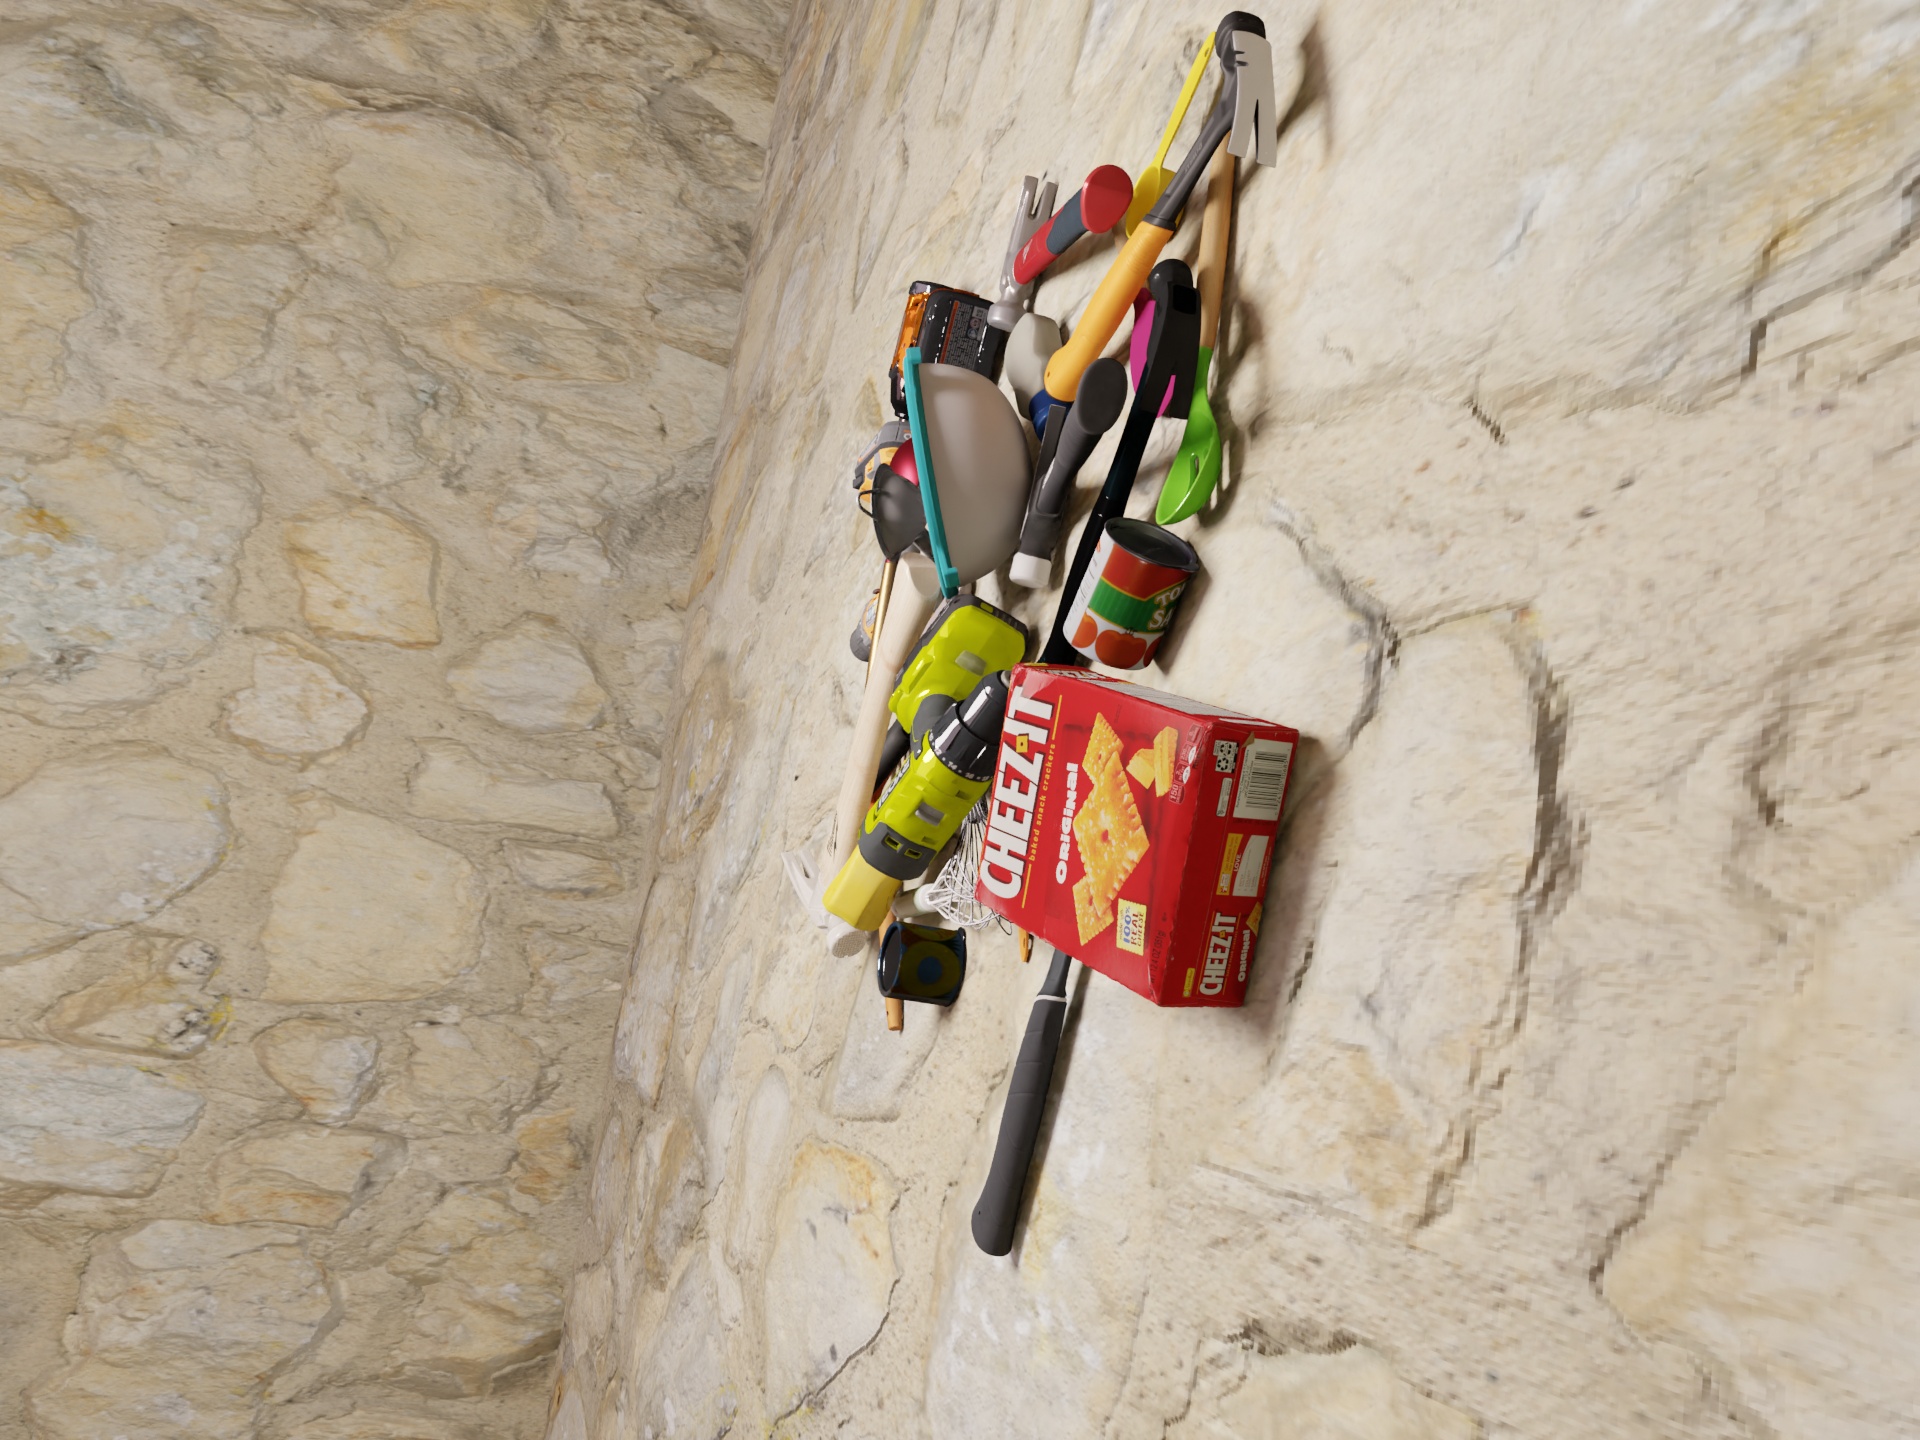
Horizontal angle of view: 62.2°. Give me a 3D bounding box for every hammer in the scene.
[{"bbox_3d":[0.135,-0.337,1.153,0.336,0.034,0.127,126,151,-57],"label":"hammer"},{"bbox_3d":[0.084,-0.419,1.323,0.386,0.038,0.143,-142,65,-80],"label":"hammer"},{"bbox_3d":[0.070,0.179,1.103,0.149,0.036,0.409,-144,67,-69],"label":"hammer"},{"bbox_3d":[-0.092,0.023,1.484,0.146,0.038,0.410,53,136,44],"label":"hammer"},{"bbox_3d":[0.081,-0.197,1.155,0.334,0.035,0.146,120,164,-83],"label":"hammer"},{"bbox_3d":[0.108,-0.153,1.138,0.128,0.033,0.330,-87,11,-53],"label":"hammer"}]

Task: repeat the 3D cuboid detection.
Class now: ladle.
[{"bbox_3d":[-0.070,-0.126,1.540,0.069,0.031,0.315,3,84,64],"label":"ladle"}]

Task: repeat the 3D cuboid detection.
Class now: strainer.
[{"bbox_3d":[-0.042,-0.176,1.444,0.258,0.050,0.087,24,-116,-80],"label":"strainer"},{"bbox_3d":[0.018,-0.219,1.425,0.340,0.095,0.211,-47,-52,-85],"label":"strainer"}]

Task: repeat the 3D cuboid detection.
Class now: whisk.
[{"bbox_3d":[0.013,0.086,1.277,0.285,0.070,0.070,-101,28,-66],"label":"whisk"},{"bbox_3d":[-0.023,0.154,1.379,0.246,0.059,0.058,148,103,-71],"label":"whisk"}]

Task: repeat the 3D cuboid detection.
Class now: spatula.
[{"bbox_3d":[-0.065,0.147,1.543,0.081,0.041,0.323,128,144,-50],"label":"spatula"}]

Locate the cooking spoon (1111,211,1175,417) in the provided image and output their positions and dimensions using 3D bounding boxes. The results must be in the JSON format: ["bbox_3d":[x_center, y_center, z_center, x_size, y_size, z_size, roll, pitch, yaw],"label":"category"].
[{"bbox_3d":[0.137,-0.346,1.240,0.068,0.017,0.319,116,156,-44],"label":"cooking spoon"}]

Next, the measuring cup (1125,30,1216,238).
[{"bbox_3d":[0.168,-0.433,1.192,0.062,0.029,0.156,-111,39,-58],"label":"measuring cup"}]

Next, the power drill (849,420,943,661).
[{"bbox_3d":[-0.071,-0.176,1.666,0.185,0.084,0.226,147,127,-65],"label":"power drill"}]

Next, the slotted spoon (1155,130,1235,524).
[{"bbox_3d":[0.170,-0.277,1.091,0.070,0.031,0.314,146,134,-67],"label":"slotted spoon"}]

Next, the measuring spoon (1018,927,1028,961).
[{"bbox_3d":[0.052,0.129,1.228,0.021,0.011,0.117,125,148,-67],"label":"measuring spoon"}]

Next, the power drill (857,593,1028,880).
[{"bbox_3d":[-0.002,-0.004,1.258,0.190,0.080,0.229,-54,14,29],"label":"power drill"}]

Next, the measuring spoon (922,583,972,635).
[{"bbox_3d":[-0.023,-0.088,1.526,0.124,0.018,0.034,-55,18,23],"label":"measuring spoon"}]

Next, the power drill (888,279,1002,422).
[{"bbox_3d":[-0.026,-0.369,1.647,0.227,0.084,0.164,-125,48,-71],"label":"power drill"}]
